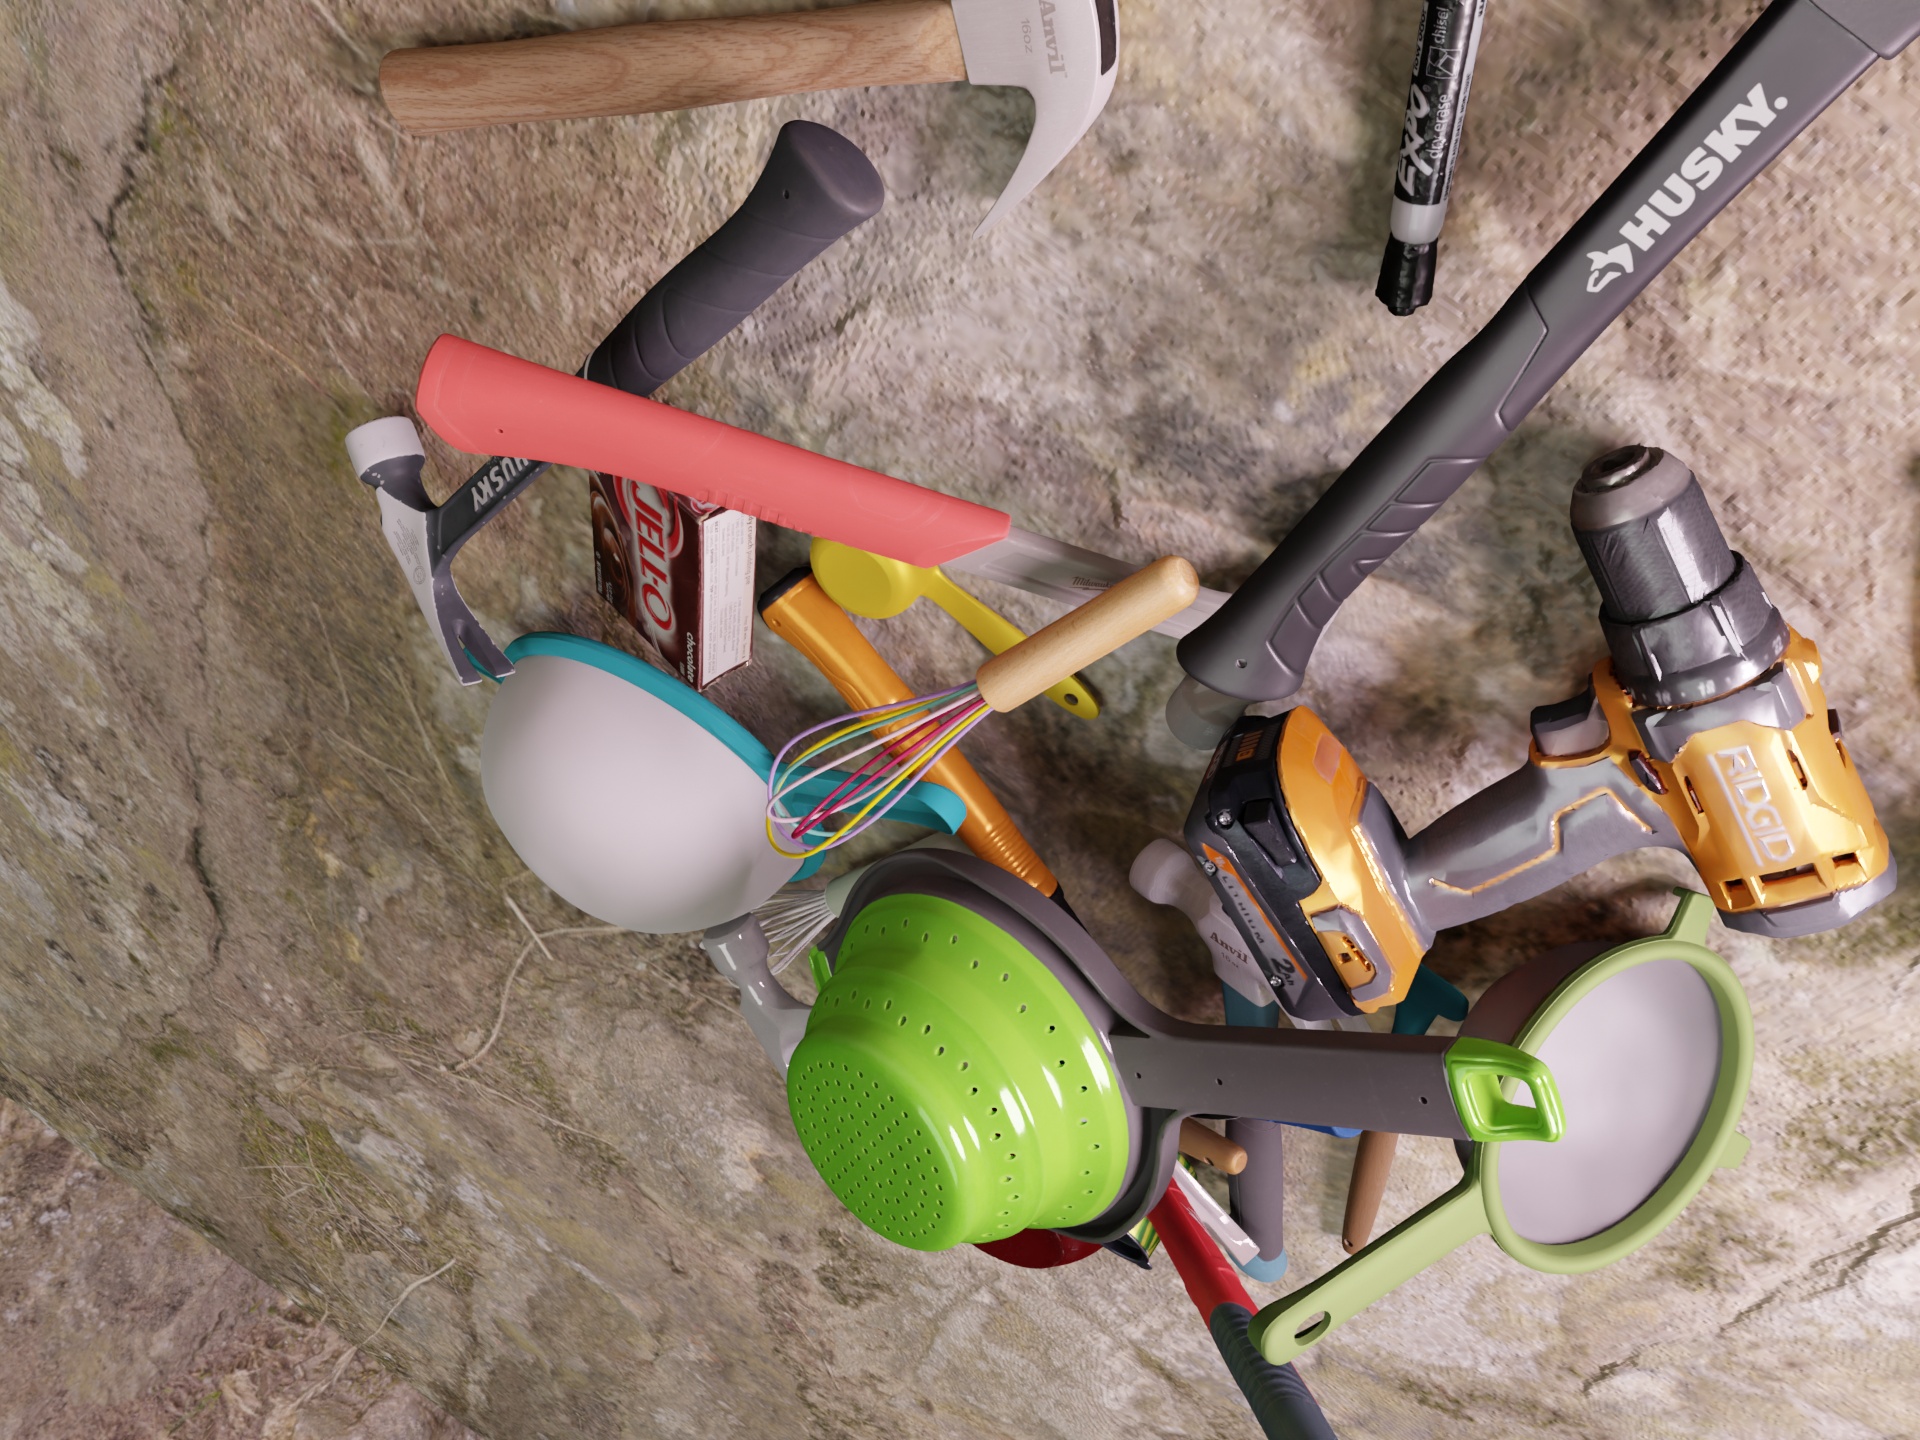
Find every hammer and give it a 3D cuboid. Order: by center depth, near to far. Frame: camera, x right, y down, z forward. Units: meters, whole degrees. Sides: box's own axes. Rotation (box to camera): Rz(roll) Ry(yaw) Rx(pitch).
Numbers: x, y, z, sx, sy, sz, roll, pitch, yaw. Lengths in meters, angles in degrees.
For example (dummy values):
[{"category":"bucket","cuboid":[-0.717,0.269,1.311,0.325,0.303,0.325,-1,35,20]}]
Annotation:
[{"category":"hammer","cuboid":[0.171,-0.119,0.494,0.146,0.035,0.334,37,131,-2]},{"category":"hammer","cuboid":[-0.094,-0.245,0.598,0.331,0.031,0.129,8,132,30]},{"category":"hammer","cuboid":[-0.030,-0.087,0.621,0.359,0.037,0.149,17,141,-7]},{"category":"hammer","cuboid":[-0.164,-0.134,0.696,0.409,0.036,0.149,-23,88,48]},{"category":"hammer","cuboid":[0.133,0.280,0.711,0.143,0.038,0.386,49,180,-10]},{"category":"hammer","cuboid":[0.021,0.061,0.774,0.337,0.034,0.127,51,158,-6]},{"category":"hammer","cuboid":[0.022,0.167,0.793,0.405,0.035,0.144,-5,117,47]},{"category":"hammer","cuboid":[0.154,0.204,0.843,0.128,0.033,0.330,35,150,37]}]

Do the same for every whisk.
[{"category":"whisk","cuboid":[-0.001,0.000,0.657,0.245,0.047,0.051,-30,112,35]},{"category":"whisk","cuboid":[-0.073,0.104,0.916,0.057,0.059,0.246,15,150,-38]}]

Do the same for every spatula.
[{"category":"spatula","cuboid":[0.209,0.196,0.806,0.082,0.044,0.317,35,147,34]}]

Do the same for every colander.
[{"category":"colander","cuboid":[0.045,0.160,0.658,0.397,0.094,0.204,-8,107,47]}]

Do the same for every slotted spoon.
[{"category":"slotted spoon","cuboid":[0.030,0.177,0.864,0.314,0.031,0.070,17,143,47]}]

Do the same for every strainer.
[{"category":"strainer","cuboid":[0.213,0.176,0.663,0.069,0.256,0.151,35,149,60]},{"category":"strainer","cuboid":[-0.140,0.058,0.825,0.340,0.095,0.210,5,142,45]}]

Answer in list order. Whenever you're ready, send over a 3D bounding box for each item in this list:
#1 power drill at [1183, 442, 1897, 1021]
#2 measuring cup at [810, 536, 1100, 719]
[{"category":"power drill","cuboid":[0.199,0.013,0.593,0.226,0.084,0.185,-20,111,32]},{"category":"measuring cup","cuboid":[-0.003,-0.043,0.730,0.156,0.029,0.062,37,140,1]}]
